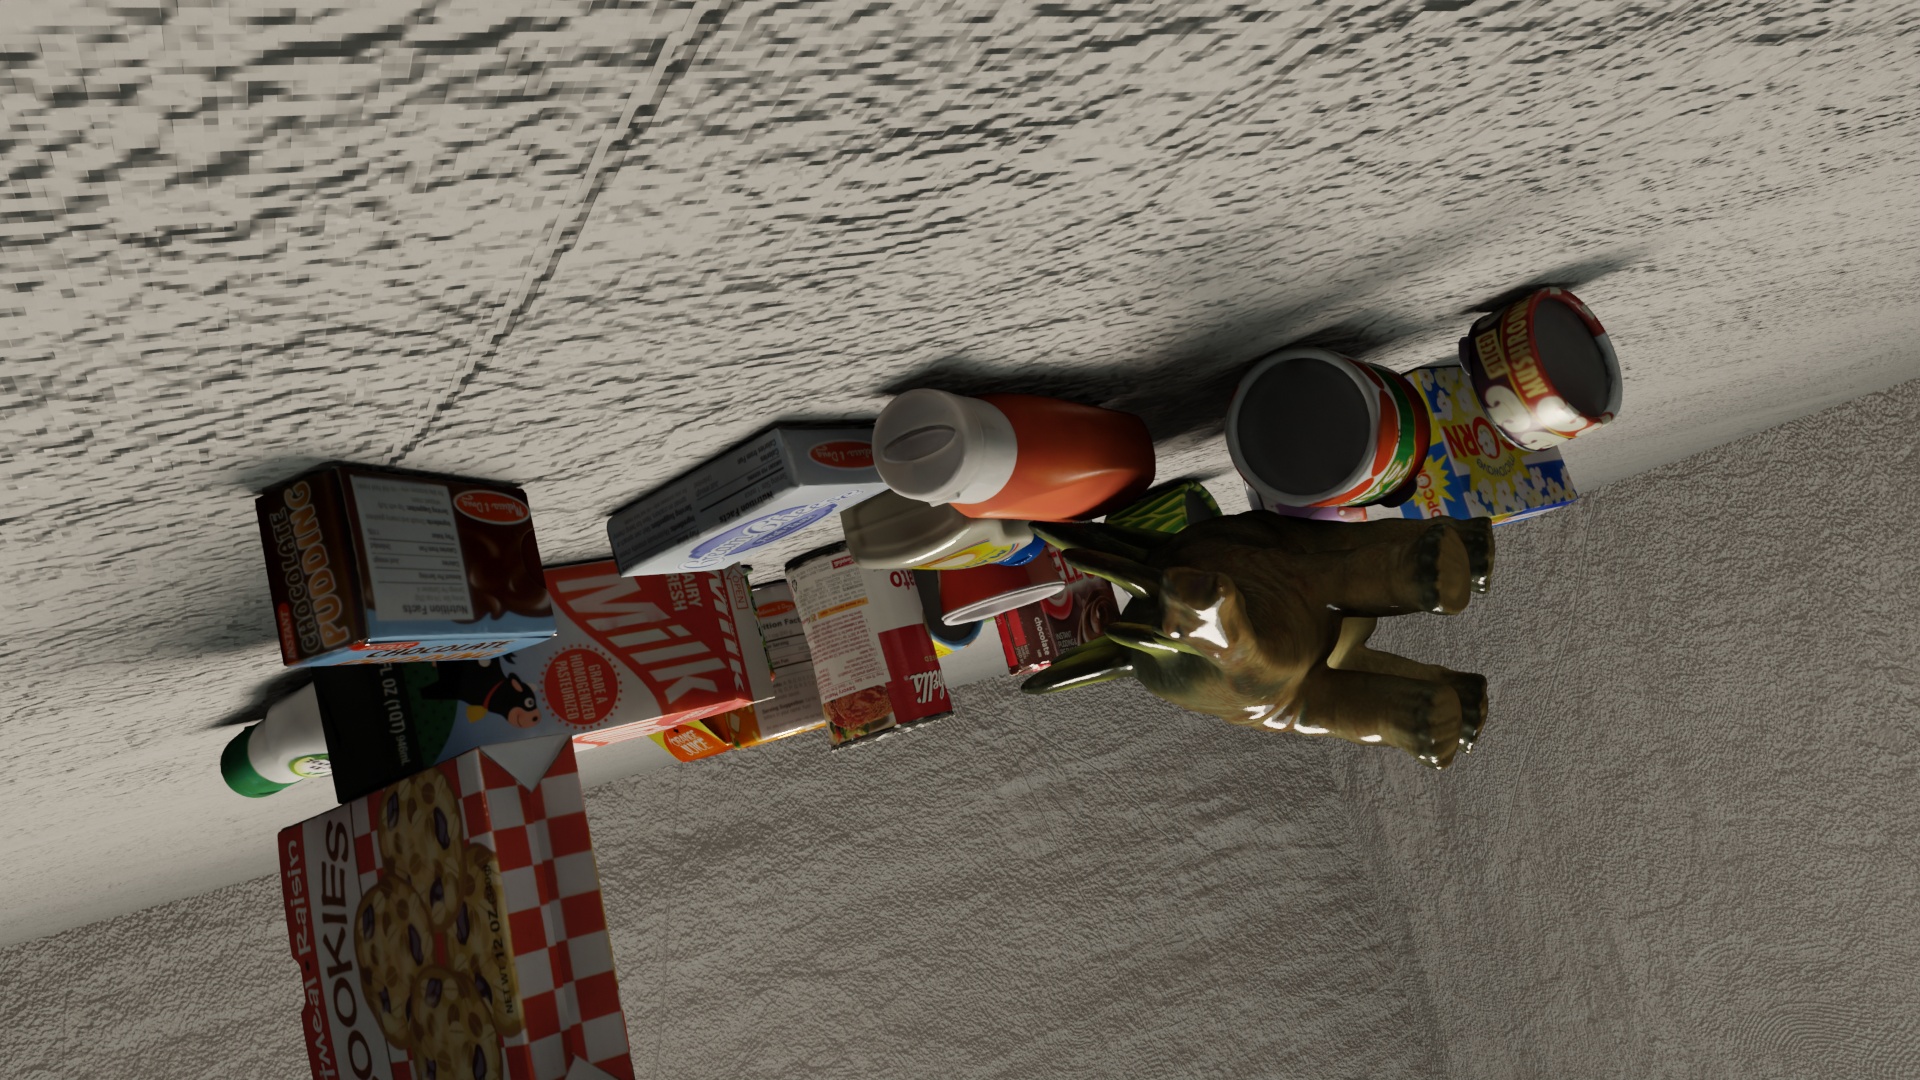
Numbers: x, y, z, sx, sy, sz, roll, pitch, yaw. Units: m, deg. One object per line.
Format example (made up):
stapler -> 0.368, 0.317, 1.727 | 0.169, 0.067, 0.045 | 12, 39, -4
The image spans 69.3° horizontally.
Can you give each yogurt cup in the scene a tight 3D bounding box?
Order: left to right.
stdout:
yogurt cup -> 0.016, 0.010, 0.740 | 0.072, 0.054, 0.072 | -16, 172, -2

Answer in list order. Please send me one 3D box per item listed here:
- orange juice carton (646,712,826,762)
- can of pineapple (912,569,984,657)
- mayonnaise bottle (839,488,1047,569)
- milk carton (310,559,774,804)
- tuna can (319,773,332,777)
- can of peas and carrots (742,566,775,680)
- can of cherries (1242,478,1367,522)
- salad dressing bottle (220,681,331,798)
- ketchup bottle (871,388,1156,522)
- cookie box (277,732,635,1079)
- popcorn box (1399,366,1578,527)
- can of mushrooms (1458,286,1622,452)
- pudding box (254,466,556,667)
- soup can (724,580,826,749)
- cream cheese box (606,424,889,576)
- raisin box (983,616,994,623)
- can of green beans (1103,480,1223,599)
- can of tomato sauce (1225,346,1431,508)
orange juice carton -> -0.158, 0.118, 1.061 | 0.193, 0.073, 0.071 | -9, 169, -42
can of pineapple -> -0.028, 0.041, 0.812 | 0.057, 0.071, 0.071 | -24, 169, 39
mayonnaise bottle -> 0.002, -0.008, 0.635 | 0.064, 0.041, 0.148 | -19, 171, 19
milk carton -> -0.167, 0.052, 0.597 | 0.191, 0.072, 0.073 | -8, 168, -41
tuna can -> -0.333, 0.110, 0.789 | 0.071, 0.033, 0.071 | -16, 172, -2
can of peas and carrots -> -0.131, 0.052, 0.710 | 0.071, 0.059, 0.071 | -16, 172, -2
can of cherries -> 0.206, -0.025, 0.835 | 0.058, 0.071, 0.071 | -19, 172, 6
salad dressing bottle -> -0.317, 0.095, 0.683 | 0.147, 0.044, 0.064 | -23, 171, 39
ketchup bottle -> 0.020, -0.030, 0.511 | 0.064, 0.043, 0.149 | -17, 172, 26
cookie box -> -0.192, 0.150, 0.509 | 0.167, 0.123, 0.040 | -23, 166, 40
popcorn box -> 0.278, -0.050, 0.755 | 0.127, 0.085, 0.038 | -8, 167, -42
can of mushrooms -> 0.253, -0.075, 0.603 | 0.071, 0.071, 0.033 | -10, 170, -36
pudding box -> -0.156, 0.009, 0.400 | 0.030, 0.049, 0.084 | -18, 172, 18
soup can -> -0.111, 0.072, 0.804 | 0.071, 0.084, 0.071 | -16, 172, -2
cream cheese box -> -0.076, -0.014, 0.499 | 0.103, 0.024, 0.053 | -23, 168, 38
raisin box -> -0.018, 0.045, 0.972 | 0.123, 0.040, 0.086 | -16, 173, -10
can of green beans -> 0.132, 0.002, 0.876 | 0.057, 0.071, 0.071 | -22, 170, 31
can of tomato sauce -> 0.159, -0.045, 0.596 | 0.071, 0.071, 0.083 | -21, 170, 30
